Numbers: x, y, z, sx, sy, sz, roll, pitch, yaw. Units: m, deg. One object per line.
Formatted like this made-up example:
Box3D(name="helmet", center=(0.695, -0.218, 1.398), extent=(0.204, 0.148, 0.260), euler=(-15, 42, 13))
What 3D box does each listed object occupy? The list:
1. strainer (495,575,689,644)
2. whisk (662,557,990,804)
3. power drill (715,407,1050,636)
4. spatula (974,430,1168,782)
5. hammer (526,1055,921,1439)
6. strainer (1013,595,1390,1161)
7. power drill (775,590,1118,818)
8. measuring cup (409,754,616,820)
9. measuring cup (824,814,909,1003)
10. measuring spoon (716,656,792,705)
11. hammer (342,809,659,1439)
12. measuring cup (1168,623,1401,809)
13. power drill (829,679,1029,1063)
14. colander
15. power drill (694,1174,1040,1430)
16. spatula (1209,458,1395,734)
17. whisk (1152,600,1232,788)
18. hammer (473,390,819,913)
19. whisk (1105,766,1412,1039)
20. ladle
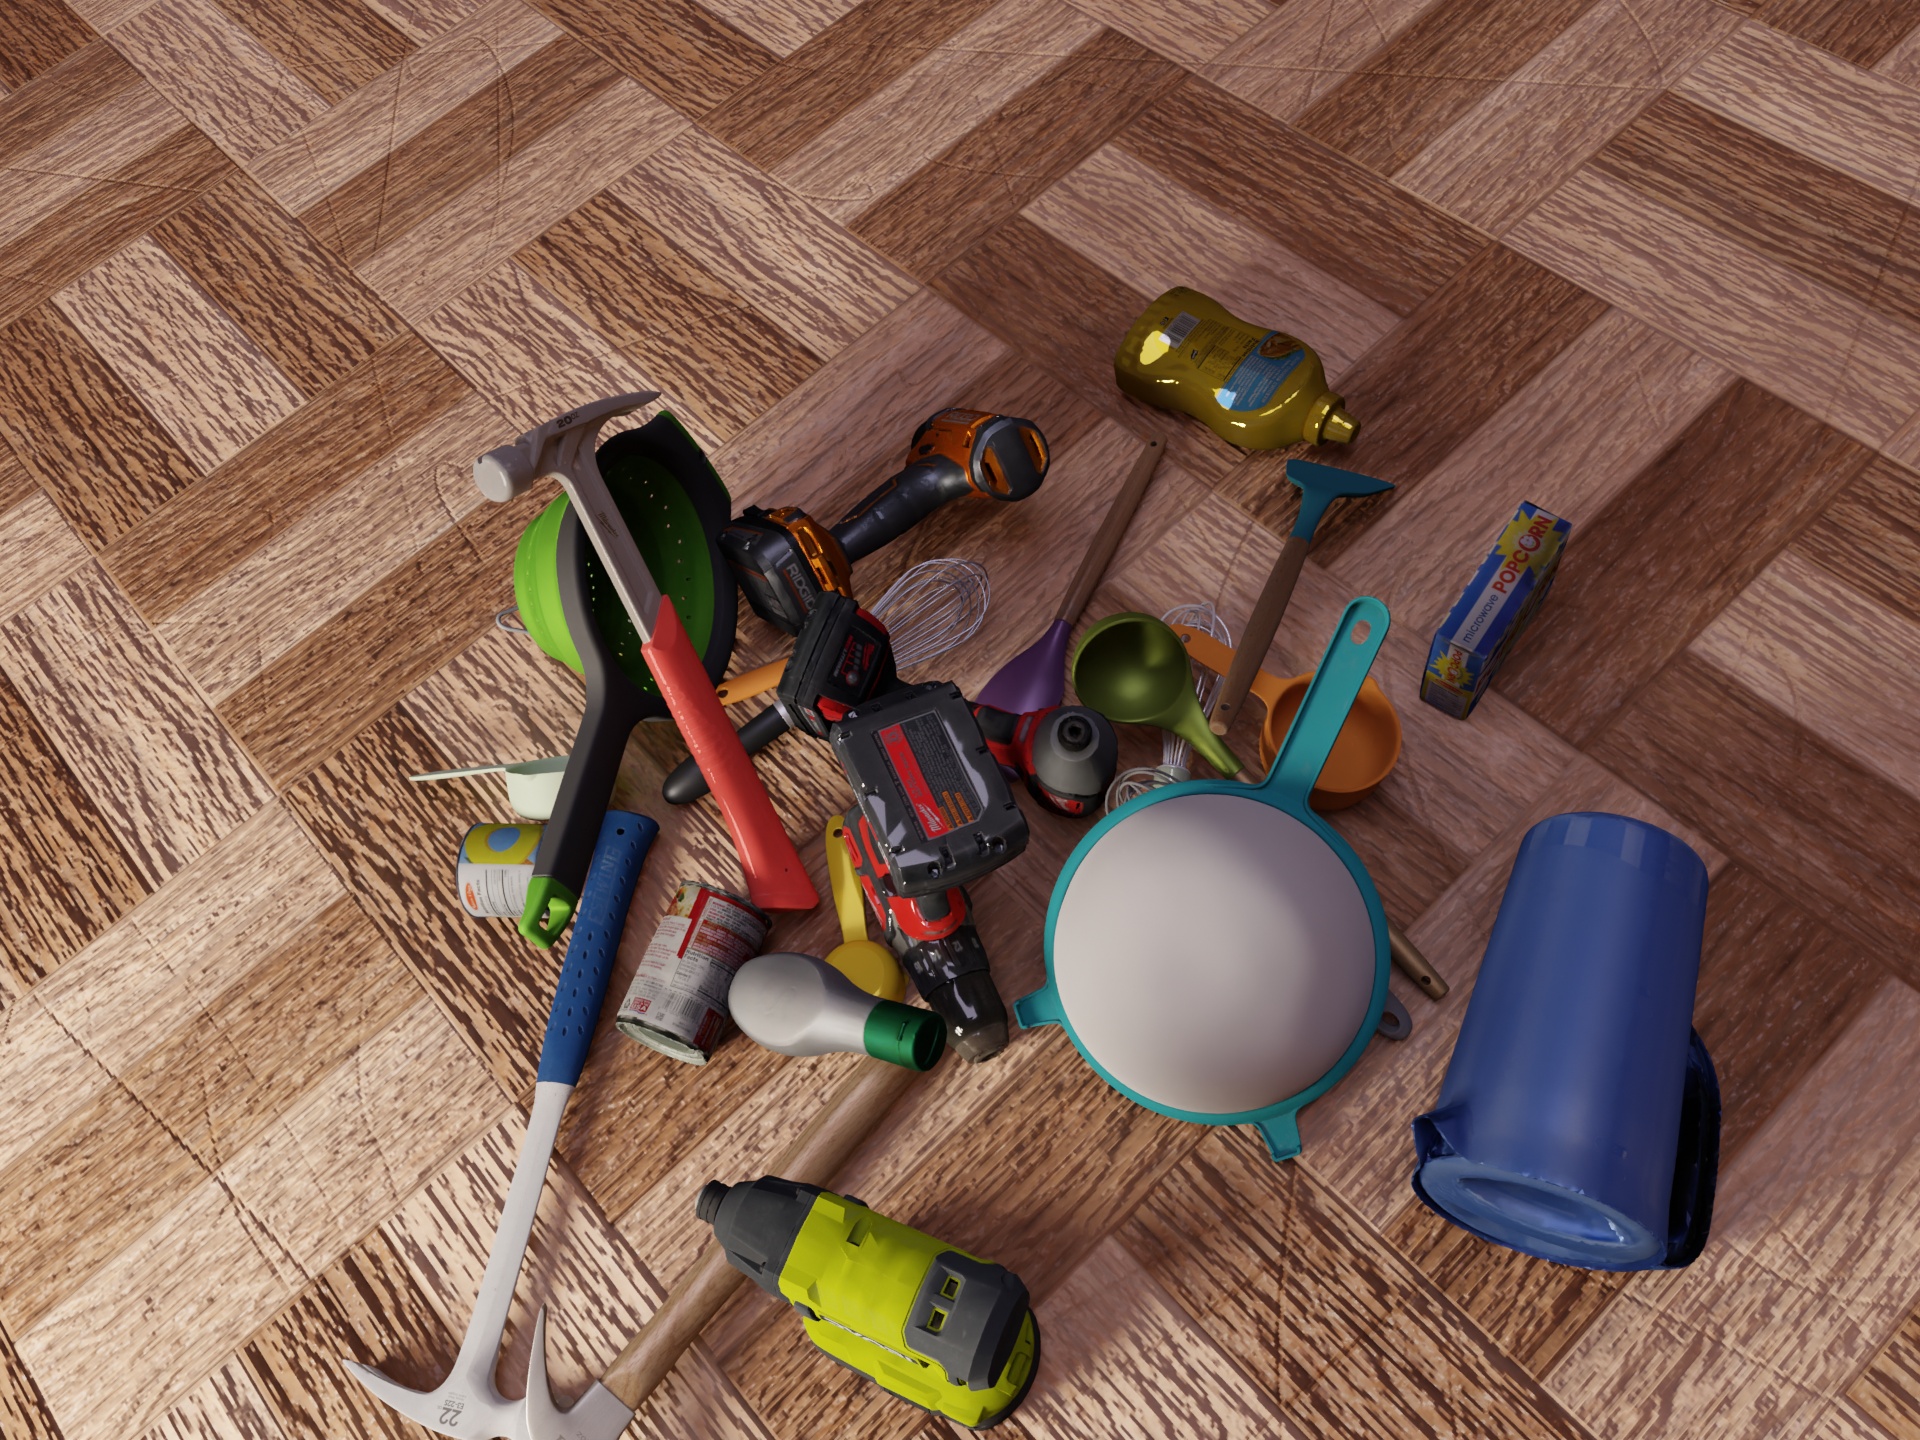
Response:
Box3D(name="strainer", center=(-0.223, -0.101, 1.221), extent=(0.258, 0.050, 0.087), euler=(-16, 72, -6))
Box3D(name="whisk", center=(-0.096, -0.026, 1.149), extent=(0.284, 0.070, 0.070), euler=(-36, 61, -4))
Box3D(name="power drill", center=(-0.062, -0.158, 1.176), extent=(0.226, 0.084, 0.164), euler=(-33, 25, -14))
Box3D(name="spatula", center=(0.084, -0.092, 1.172), extent=(0.060, 0.018, 0.316), euler=(20, 67, 21))
Box3D(name="hammer", center=(-0.129, 0.309, 0.958), extent=(0.130, 0.031, 0.331), euler=(41, 68, 1))
Box3D(name="strainer", center=(0.169, 0.083, 0.927), extent=(0.211, 0.095, 0.340), euler=(25, 97, 15))
Box3D(name="power drill", center=(-0.002, -0.003, 1.042), extent=(0.220, 0.143, 0.078), euler=(20, 78, 7))
Box3D(name="measuring cup", center=(-0.324, 0.051, 1.143), extent=(0.167, 0.083, 0.038), euler=(-4, 98, 20))
Box3D(name="measuring cup", center=(-0.075, 0.129, 1.066), extent=(0.062, 0.029, 0.157), euler=(-13, 62, 3))
Box3D(name="measuring spoon", center=(-0.137, -0.038, 1.184), extent=(0.117, 0.011, 0.021), euler=(-23, 59, -3))
Box3D(name="hammer", center=(-0.272, 0.247, 1.033), extent=(0.144, 0.035, 0.406), euler=(4, 61, 12))
Box3D(name="measuring cup", center=(0.209, -0.007, 1.068), extent=(0.174, 0.052, 0.095), euler=(34, 70, 15))
Box3D(name="power drill", center=(-0.015, 0.098, 0.964), extent=(0.080, 0.226, 0.188), euler=(-20, 66, -13))
Box3D(name="colander", center=(-0.261, -0.030, 1.087), extent=(0.094, 0.204, 0.397), euler=(-4, 56, 22))
Box3D(name="power drill", center=(-0.041, 0.306, 0.848), extent=(0.171, 0.223, 0.080), euler=(18, 65, 19))
Box3D(name="spatula", center=(0.224, -0.095, 1.087), extent=(0.082, 0.044, 0.318), euler=(18, 50, 17))
Box3D(name="whisk", center=(0.146, 0.028, 1.078), extent=(0.057, 0.059, 0.246), euler=(17, 66, -12))
Box3D(name="hammer", center=(-0.179, -0.035, 1.046), extent=(0.037, 0.359, 0.149), euler=(-14, 17, 40))
Box3D(name="whisk", center=(0.187, 0.116, 0.999), extent=(0.239, 0.055, 0.055), euler=(42, 74, 11))
Box3D(name="ladle", center=(0.191, 0.055, 1.014), extent=(0.320, 0.062, 0.078), euler=(48, 112, 14))
